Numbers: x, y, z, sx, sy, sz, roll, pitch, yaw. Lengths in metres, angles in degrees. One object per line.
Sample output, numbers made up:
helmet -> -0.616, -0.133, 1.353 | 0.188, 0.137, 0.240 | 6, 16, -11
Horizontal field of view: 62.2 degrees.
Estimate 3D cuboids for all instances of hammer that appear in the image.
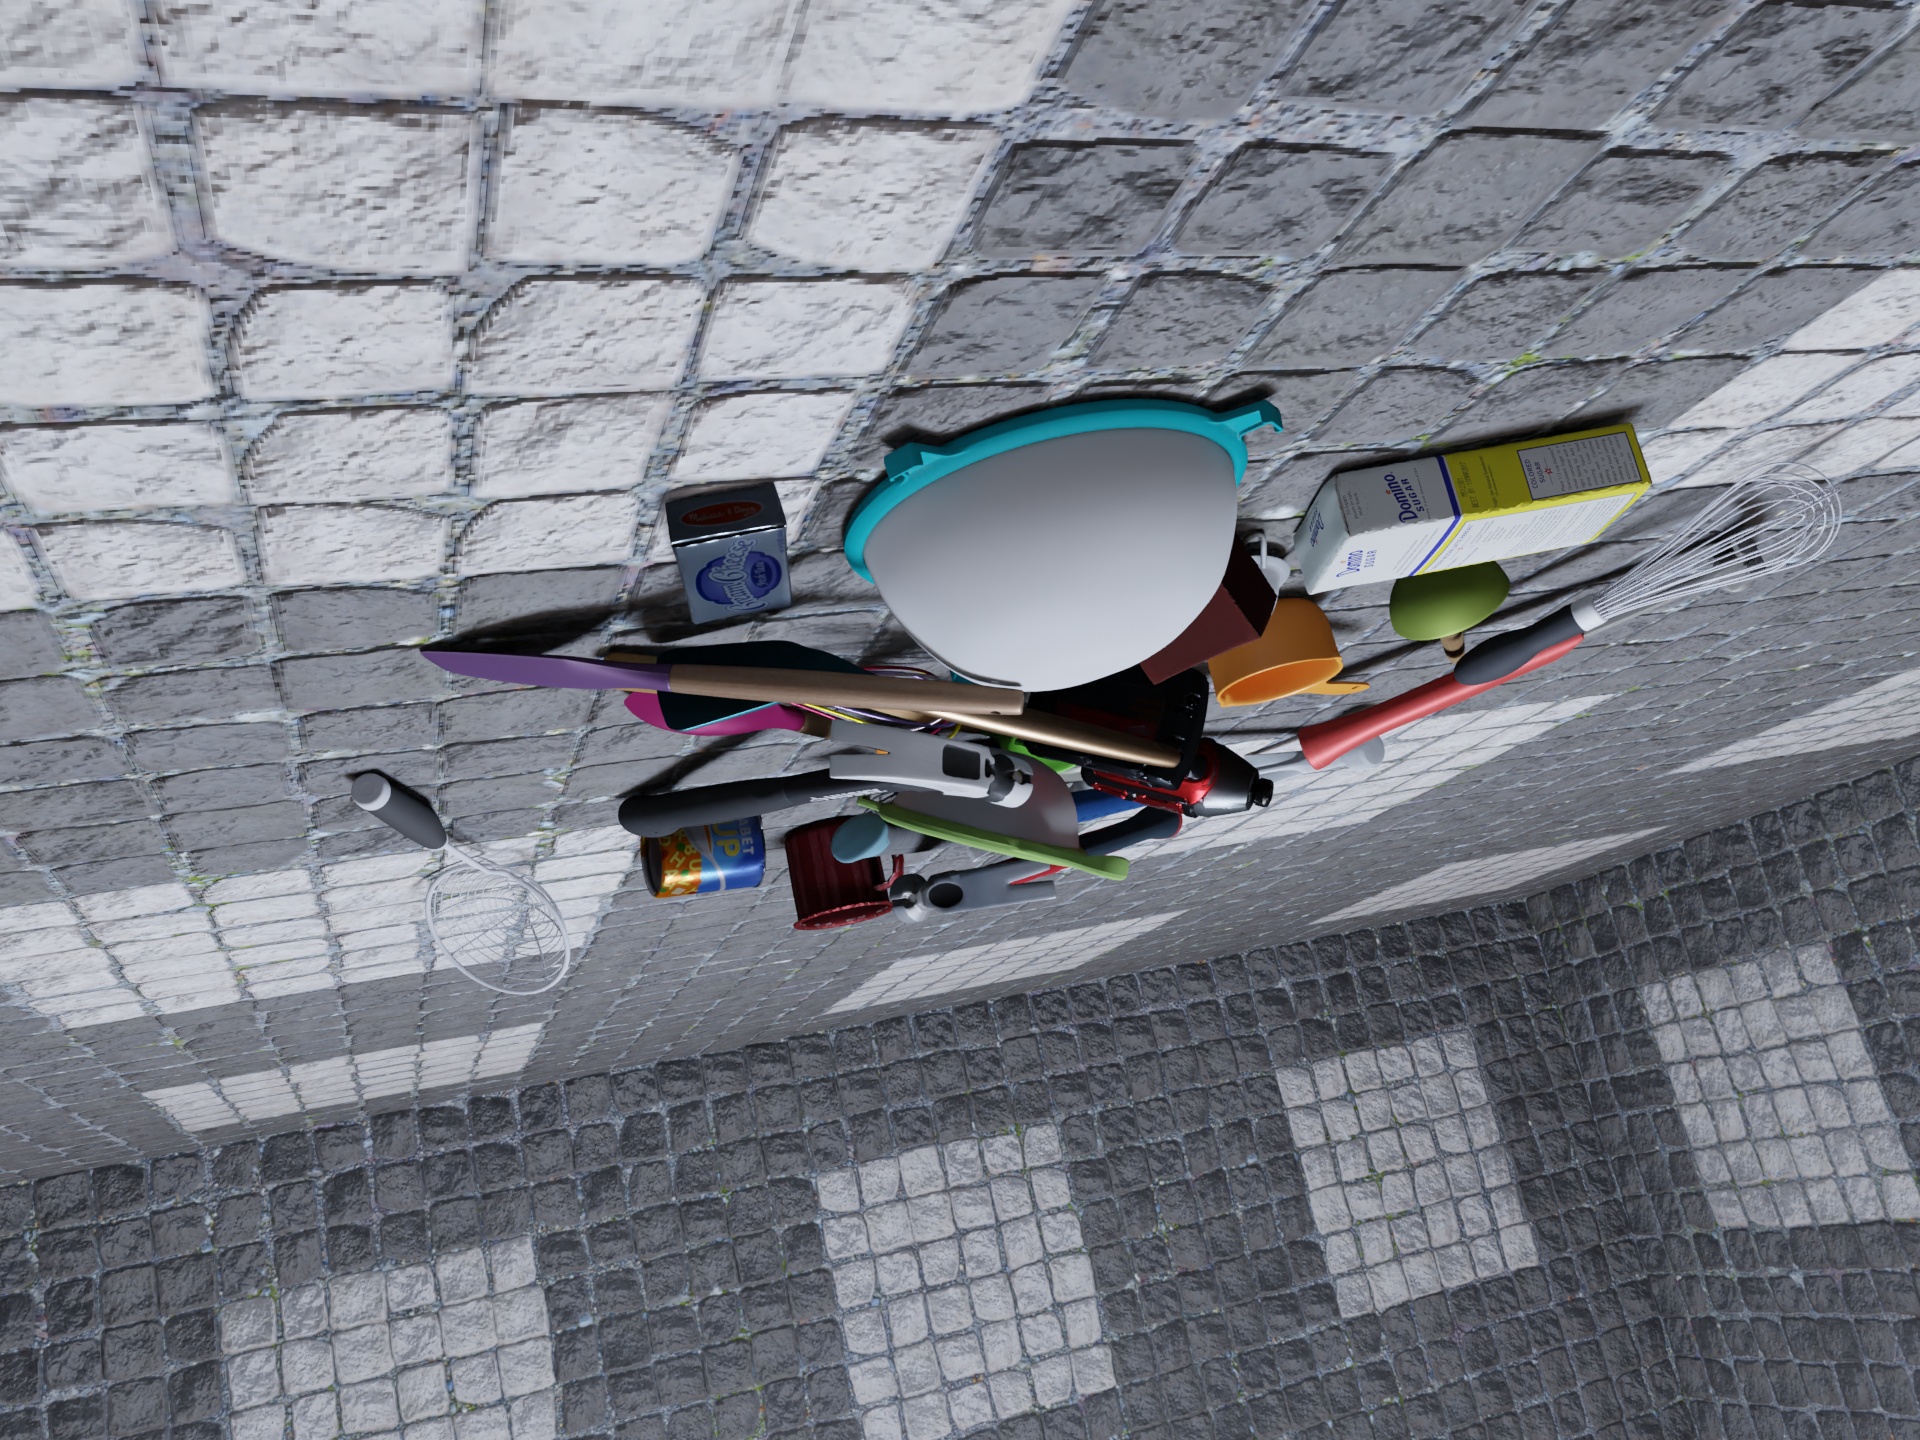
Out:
hammer -> -0.123, 0.047, 1.067 | 0.335, 0.035, 0.146 | -11, 162, 42
hammer -> 0.424, -0.046, 1.208 | 0.359, 0.037, 0.149 | -26, 171, 25
hammer -> 0.107, 0.110, 1.352 | 0.143, 0.038, 0.386 | -13, 178, 34
hammer -> 0.003, 0.088, 1.303 | 0.128, 0.033, 0.331 | -42, 160, 23
hammer -> 0.177, 0.059, 1.354 | 0.405, 0.035, 0.144 | -8, 175, -36

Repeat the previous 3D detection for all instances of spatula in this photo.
spatula -> -0.014, -0.001, 0.914 | 0.317, 0.082, 0.044 | 13, 118, -23
spatula -> -0.124, -0.020, 0.828 | 0.316, 0.018, 0.059 | 4, 167, 8

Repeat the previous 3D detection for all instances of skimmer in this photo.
skimmer -> -0.373, 0.126, 1.153 | 0.127, 0.090, 0.363 | 18, 163, 7

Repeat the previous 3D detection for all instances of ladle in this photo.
ladle -> 0.356, -0.064, 1.147 | 0.078, 0.062, 0.320 | -26, 164, 14

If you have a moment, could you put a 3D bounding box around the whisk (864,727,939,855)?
whisk -> -0.044, 0.056, 1.269 | 0.055, 0.055, 0.238 | -9, 160, -14

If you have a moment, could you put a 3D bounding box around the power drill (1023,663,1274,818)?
power drill -> 0.136, 0.020, 1.114 | 0.143, 0.078, 0.219 | 14, 171, 23

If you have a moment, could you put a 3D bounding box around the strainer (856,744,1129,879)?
strainer -> 0.045, 0.057, 1.069 | 0.151, 0.069, 0.256 | 14, 178, -26

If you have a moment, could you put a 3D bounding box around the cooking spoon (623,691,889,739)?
cooking spoon -> -0.091, 0.003, 1.058 | 0.069, 0.017, 0.318 | -31, 153, 30

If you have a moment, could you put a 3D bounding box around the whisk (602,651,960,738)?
whisk -> -0.097, -0.016, 0.952 | 0.244, 0.047, 0.051 | 5, -178, -35

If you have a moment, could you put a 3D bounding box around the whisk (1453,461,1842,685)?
whisk -> 0.462, -0.089, 1.092 | 0.070, 0.070, 0.284 | 3, 155, -44

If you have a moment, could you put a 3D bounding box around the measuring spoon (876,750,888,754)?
measuring spoon -> -0.070, 0.015, 1.153 | 0.021, 0.011, 0.116 | -18, 164, 15

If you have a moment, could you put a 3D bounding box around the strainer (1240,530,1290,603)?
strainer -> 0.149, -0.054, 1.046 | 0.087, 0.050, 0.258 | -9, 167, -16

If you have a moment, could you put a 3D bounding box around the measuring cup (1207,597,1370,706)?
measuring cup -> 0.238, -0.047, 1.118 | 0.095, 0.052, 0.173 | -25, 162, 37

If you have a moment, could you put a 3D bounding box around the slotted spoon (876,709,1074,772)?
slotted spoon -> -0.002, -0.004, 1.117 | 0.070, 0.031, 0.313 | -45, 149, 20

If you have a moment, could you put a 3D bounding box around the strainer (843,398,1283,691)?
strainer -> 0.041, -0.050, 0.864 | 0.211, 0.095, 0.340 | -9, 163, -13
